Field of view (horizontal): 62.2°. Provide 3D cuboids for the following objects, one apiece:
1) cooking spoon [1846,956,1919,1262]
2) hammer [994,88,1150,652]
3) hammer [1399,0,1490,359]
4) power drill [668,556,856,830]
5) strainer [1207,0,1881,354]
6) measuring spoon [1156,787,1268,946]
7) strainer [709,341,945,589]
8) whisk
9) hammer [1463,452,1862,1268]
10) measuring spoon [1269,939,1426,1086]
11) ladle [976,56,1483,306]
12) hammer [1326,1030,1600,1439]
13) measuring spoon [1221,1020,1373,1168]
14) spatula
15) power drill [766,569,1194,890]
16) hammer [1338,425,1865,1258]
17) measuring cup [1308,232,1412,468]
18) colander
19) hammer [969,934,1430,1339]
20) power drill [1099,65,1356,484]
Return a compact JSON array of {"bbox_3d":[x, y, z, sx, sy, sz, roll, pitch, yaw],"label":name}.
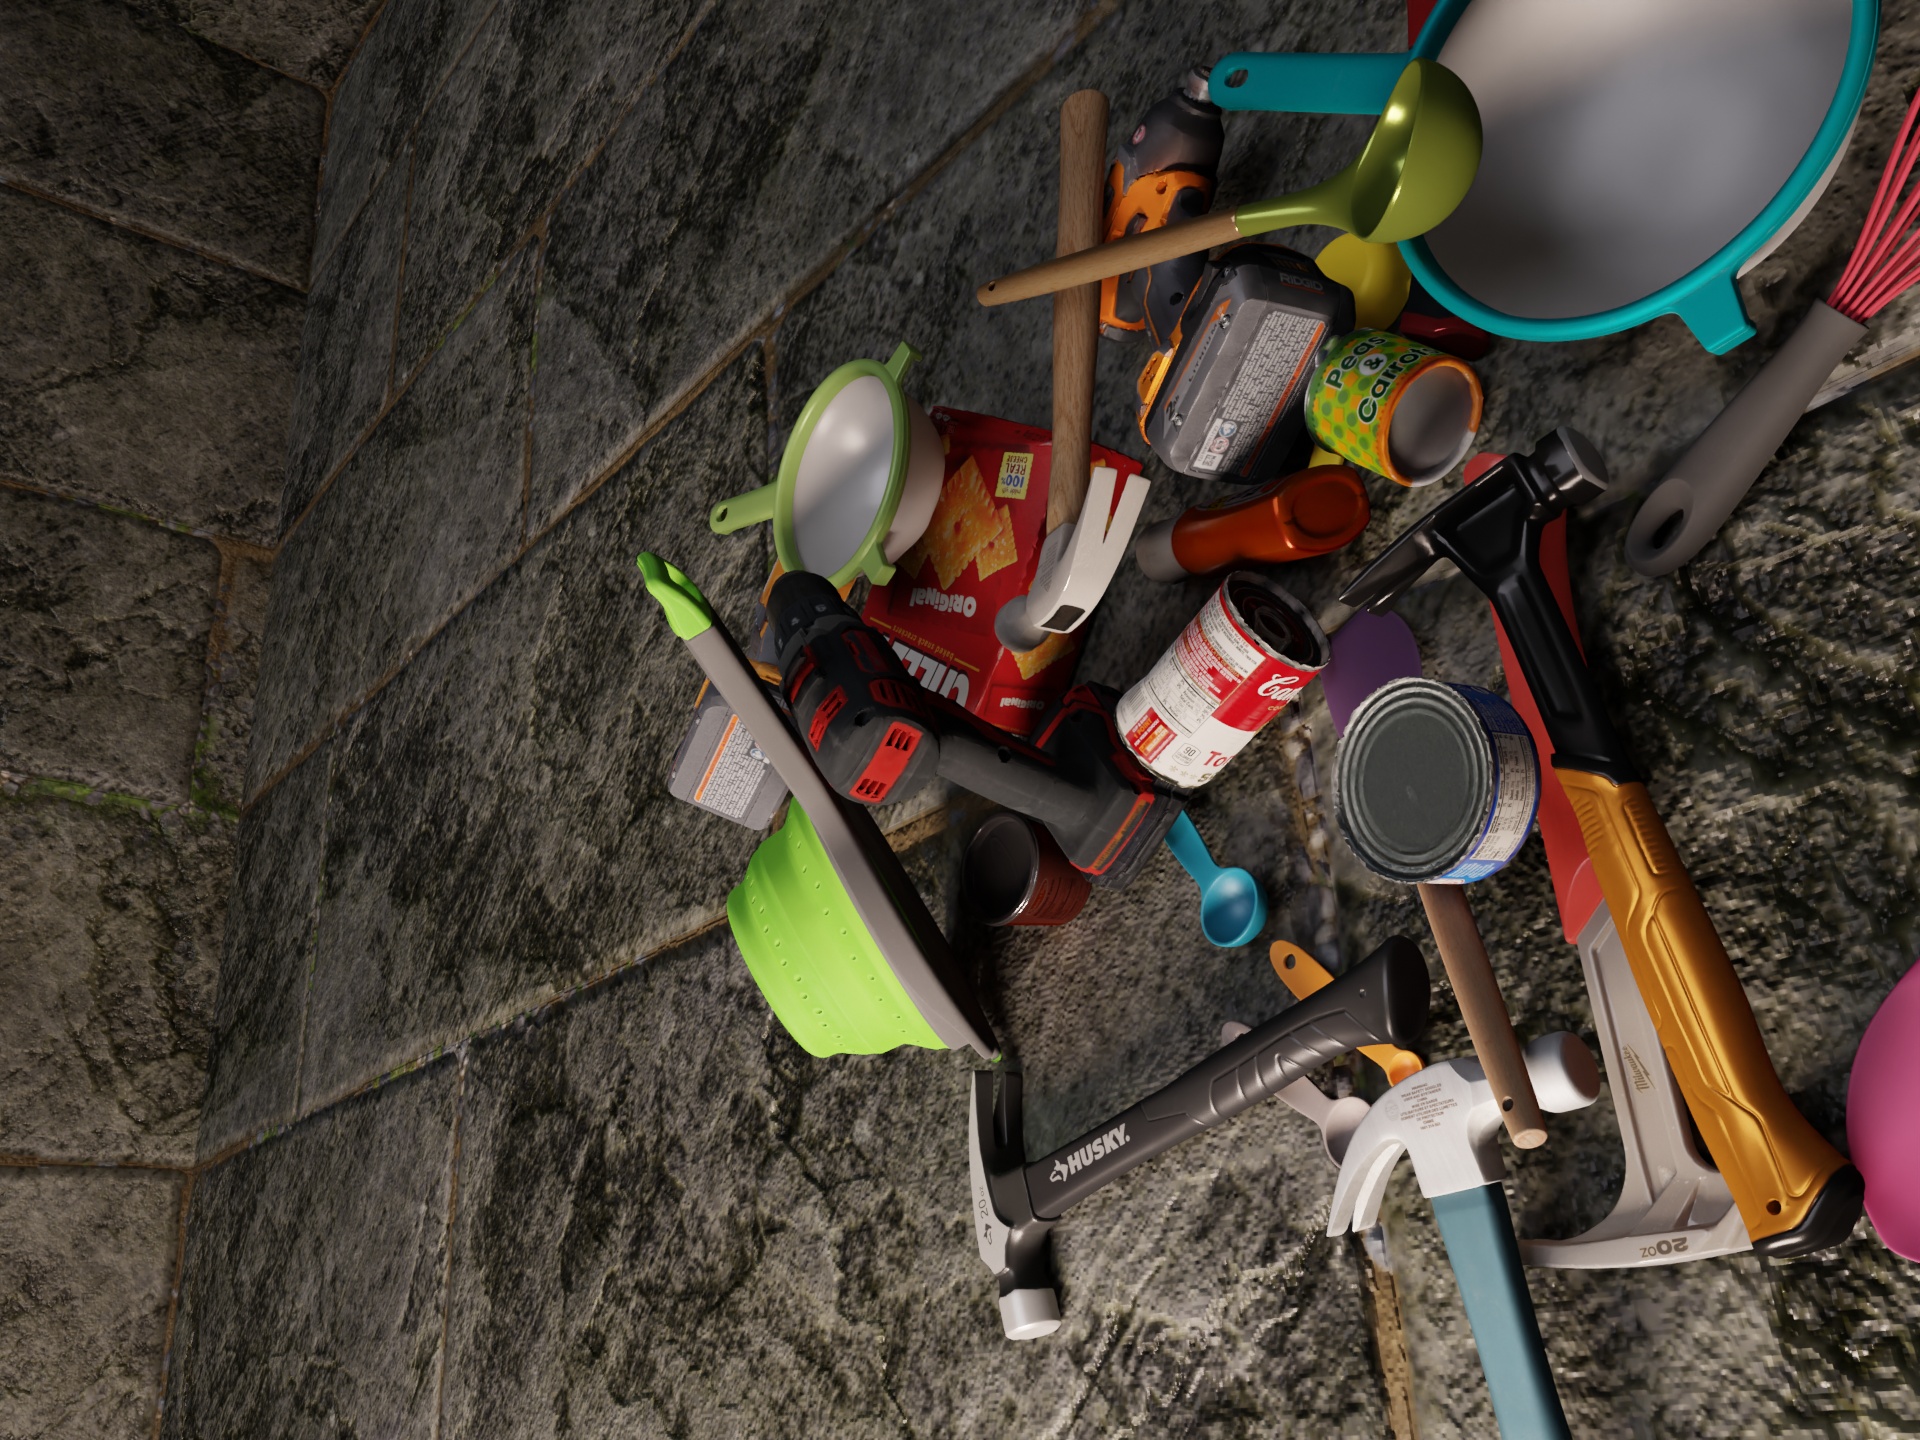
[{"bbox_3d":[0.367,0.034,0.572,0.069,0.017,0.319,1,79,51],"label":"cooking spoon"},{"bbox_3d":[0.066,-0.211,0.899,0.130,0.031,0.331,147,130,-64],"label":"hammer"},{"bbox_3d":[0.264,-0.372,0.832,0.143,0.038,0.386,-17,65,47],"label":"hammer"},{"bbox_3d":[-0.137,-0.029,1.138,0.226,0.084,0.185,-76,13,-45],"label":"power drill"},{"bbox_3d":[0.262,-0.280,0.741,0.341,0.095,0.211,29,105,48],"label":"strainer"},{"bbox_3d":[0.135,0.076,0.864,0.042,0.021,0.129,-58,31,21],"label":"measuring spoon"},{"bbox_3d":[-0.085,-0.147,1.061,0.256,0.069,0.151,-5,76,55],"label":"strainer"},{"bbox_3d":[0.361,-0.177,0.625,0.295,0.073,0.073,-59,39,29],"label":"whisk"},{"bbox_3d":[0.261,0.047,0.690,0.149,0.036,0.359,-29,56,44],"label":"hammer"},{"bbox_3d":[0.188,0.142,0.775,0.021,0.011,0.117,-64,35,14],"label":"measuring spoon"},{"bbox_3d":[0.111,-0.246,0.784,0.320,0.062,0.078,0,75,48],"label":"ladle"},{"bbox_3d":[0.228,0.297,0.611,0.128,0.033,0.331,-30,63,42],"label":"hammer"},{"bbox_3d":[0.169,0.181,0.784,0.124,0.018,0.034,36,108,58],"label":"measuring spoon"},{"bbox_3d":[0.207,0.051,0.708,0.059,0.018,0.316,-48,27,32],"label":"spatula"},{"bbox_3d":[-0.001,-0.003,0.882,0.080,0.226,0.188,-58,33,19],"label":"power drill"},{"bbox_3d":[0.257,0.045,0.638,0.127,0.034,0.337,-39,50,37],"label":"hammer"},{"bbox_3d":[0.200,-0.188,0.855,0.062,0.029,0.156,11,86,53],"label":"measuring cup"},{"bbox_3d":[-0.100,0.073,0.863,0.094,0.396,0.205,-30,42,-1],"label":"colander"},{"bbox_3d":[0.109,0.196,0.817,0.334,0.035,0.146,-44,46,40],"label":"hammer"},{"bbox_3d":[0.134,-0.255,0.893,0.227,0.084,0.164,-109,34,-45],"label":"power drill"}]
